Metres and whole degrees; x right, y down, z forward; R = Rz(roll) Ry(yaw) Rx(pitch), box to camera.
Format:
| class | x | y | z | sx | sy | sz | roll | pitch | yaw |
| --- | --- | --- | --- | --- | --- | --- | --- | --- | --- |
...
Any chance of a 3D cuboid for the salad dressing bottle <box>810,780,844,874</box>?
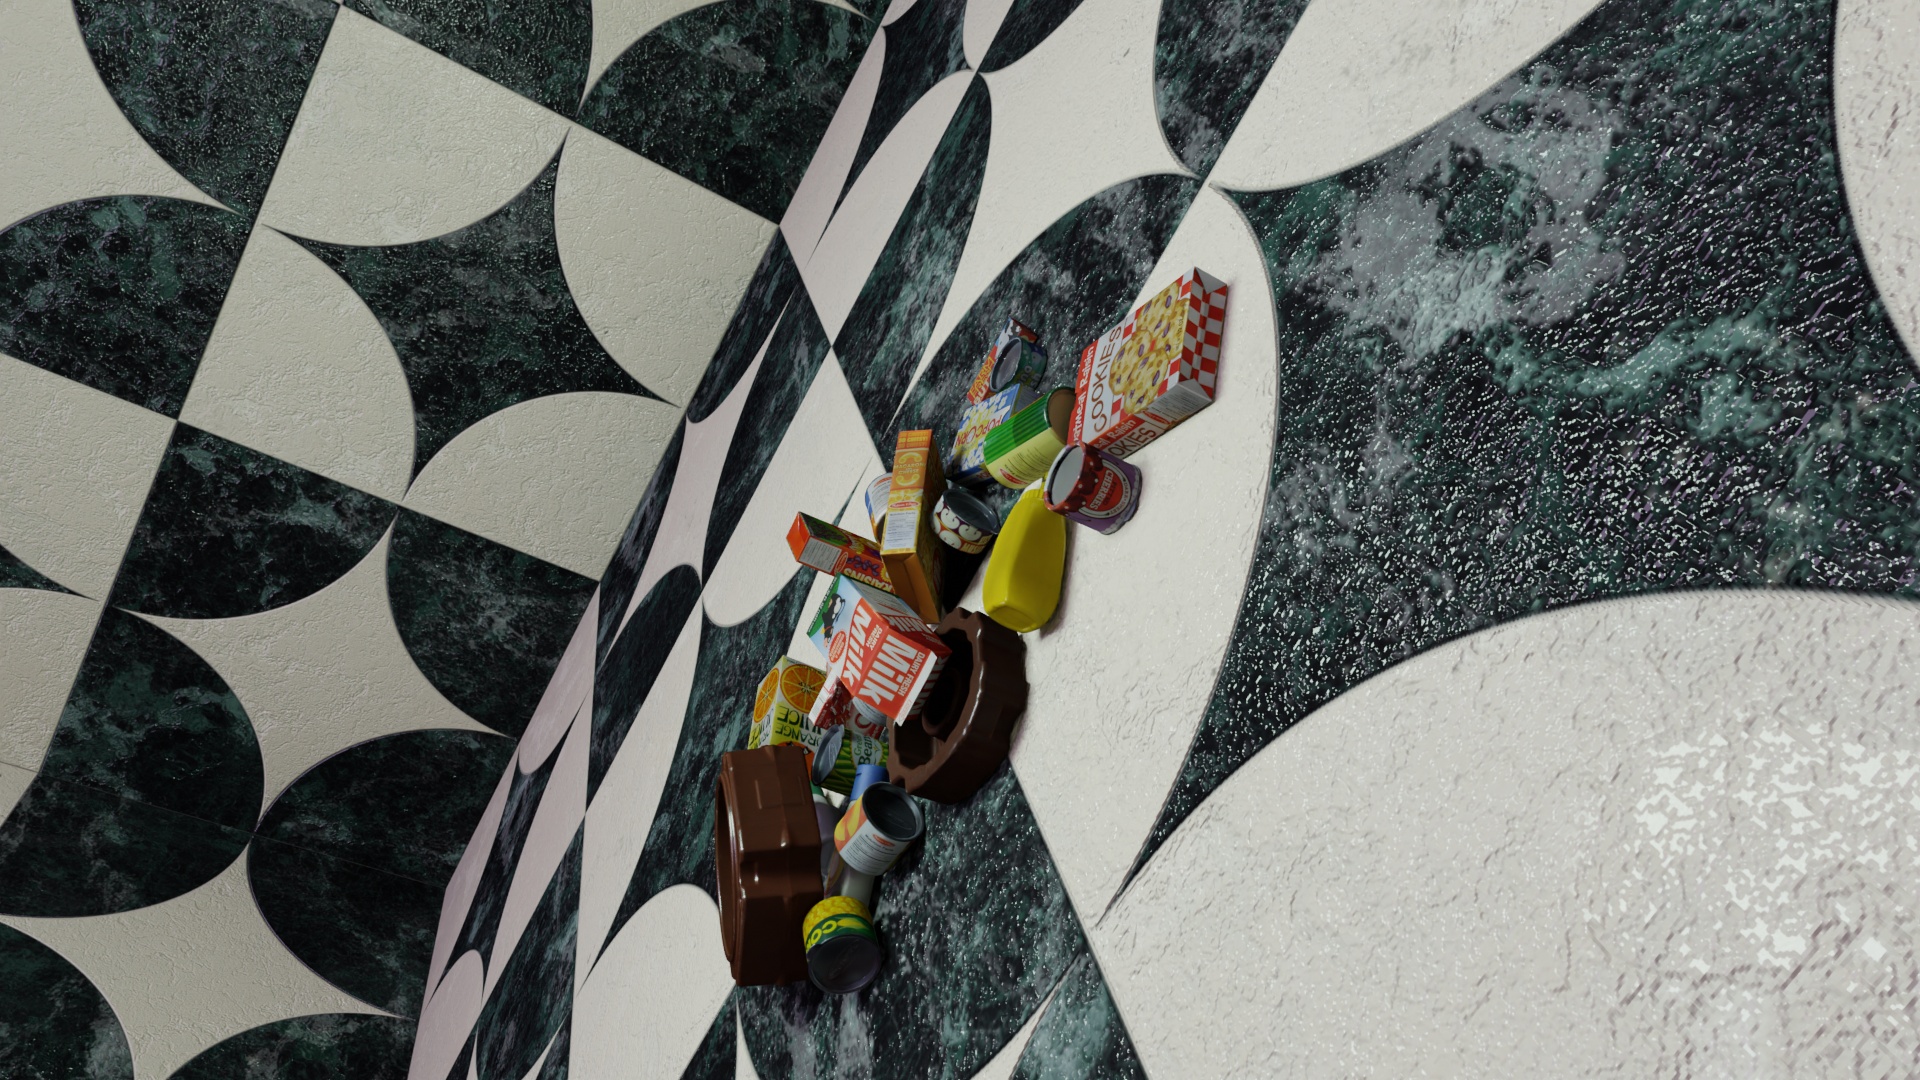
| class | x | y | z | sx | sy | sz | roll | pitch | yaw |
| --- | --- | --- | --- | --- | --- | --- | --- | --- | --- |
| salad dressing bottle | -0.150 | 0.298 | 1.465 | 0.148 | 0.044 | 0.064 | -138 | 62 | -69 |

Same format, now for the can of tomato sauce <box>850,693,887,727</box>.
| class | x | y | z | sx | sy | sz | roll | pitch | yaw |
| --- | --- | --- | --- | --- | --- | --- | --- | --- | --- |
| can of tomato sauce | -0.062 | 0.137 | 1.398 | 0.082 | 0.071 | 0.071 | -53 | 25 | 31 |

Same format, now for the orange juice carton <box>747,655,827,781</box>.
| class | x | y | z | sx | sy | sz | roll | pitch | yaw |
| --- | --- | --- | --- | --- | --- | --- | --- | --- | --- |
| orange juice carton | -0.200 | 0.236 | 1.605 | 0.072 | 0.072 | 0.194 | -49 | 27 | 39 |

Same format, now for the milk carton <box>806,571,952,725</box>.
| class | x | y | z | sx | sy | sz | roll | pitch | yaw |
| --- | --- | --- | --- | --- | --- | --- | --- | --- | --- |
| milk carton | -0.071 | 0.101 | 1.280 | 0.072 | 0.073 | 0.191 | -63 | 28 | 6 |

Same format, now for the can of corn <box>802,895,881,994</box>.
| class | x | y | z | sx | sy | sz | roll | pitch | yaw |
| --- | --- | --- | --- | --- | --- | --- | --- | --- | --- |
| can of corn | -0.111 | 0.366 | 1.264 | 0.071 | 0.071 | 0.058 | -61 | 21 | 14 |

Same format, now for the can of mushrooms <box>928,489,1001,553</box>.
| class | x | y | z | sx | sy | sz | roll | pitch | yaw |
| --- | --- | --- | --- | --- | --- | --- | --- | --- | --- |
| can of mushrooms | 0.005 | -0.018 | 1.404 | 0.033 | 0.071 | 0.071 | -57 | 23 | 23 |

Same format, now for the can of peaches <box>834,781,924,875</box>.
| class | x | y | z | sx | sy | sz | roll | pitch | yaw |
| --- | --- | --- | --- | --- | --- | --- | --- | --- | --- |
| can of peaches | -0.075 | 0.267 | 1.293 | 0.057 | 0.071 | 0.071 | -54 | 25 | 31 |

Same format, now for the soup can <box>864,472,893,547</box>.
| class | x | y | z | sx | sy | sz | roll | pitch | yaw |
| --- | --- | --- | --- | --- | --- | --- | --- | --- | --- |
| soup can | -0.071 | -0.029 | 1.594 | 0.071 | 0.071 | 0.084 | -58 | 24 | 20 |

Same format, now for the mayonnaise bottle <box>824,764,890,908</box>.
| class | x | y | z | sx | sy | sz | roll | pitch | yaw |
| --- | --- | --- | --- | --- | --- | --- | --- | --- | --- |
| mayonnaise bottle | -0.099 | 0.293 | 1.352 | 0.064 | 0.041 | 0.149 | -39 | 34 | 57 |

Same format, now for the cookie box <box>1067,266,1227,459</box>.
| class | x | y | z | sx | sy | sz | roll | pitch | yaw |
| --- | --- | --- | --- | --- | --- | --- | --- | --- | --- |
| cookie box | 0.158 | -0.145 | 1.209 | 0.166 | 0.040 | 0.123 | -33 | 39 | 54 |

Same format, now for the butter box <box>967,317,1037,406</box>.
| class | x | y | z | sx | sy | sz | roll | pitch | yaw |
| --- | --- | --- | --- | --- | --- | --- | --- | --- | --- |
| butter box | 0.046 | -0.193 | 1.543 | 0.103 | 0.024 | 0.053 | -61 | 21 | 13 |

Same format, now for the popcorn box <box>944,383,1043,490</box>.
| class | x | y | z | sx | sy | sz | roll | pitch | yaw |
| --- | --- | --- | --- | --- | --- | --- | --- | --- | --- |
| popcorn box | 0.035 | -0.107 | 1.459 | 0.126 | 0.038 | 0.085 | -18 | 50 | 63 |

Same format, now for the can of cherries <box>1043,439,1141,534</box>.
| class | x | y | z | sx | sy | sz | roll | pitch | yaw |
| --- | --- | --- | --- | --- | --- | --- | --- | --- | --- |
| can of cherries | 0.113 | -0.046 | 1.187 | 0.071 | 0.058 | 0.072 | -50 | 26 | 36 |

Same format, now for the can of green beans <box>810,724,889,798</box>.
| class | x | y | z | sx | sy | sz | roll | pitch | yaw |
| --- | --- | --- | --- | --- | --- | --- | --- | --- | --- |
| can of green beans | -0.113 | 0.230 | 1.429 | 0.071 | 0.058 | 0.071 | -50 | 27 | 36 |

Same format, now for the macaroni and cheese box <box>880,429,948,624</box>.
| class | x | y | z | sx | sy | sz | roll | pitch | yaw |
| --- | --- | --- | --- | --- | --- | --- | --- | --- | --- |
| macaroni and cheese box | -0.044 | -0.014 | 1.451 | 0.123 | 0.040 | 0.167 | 74 | -164 | -49 |

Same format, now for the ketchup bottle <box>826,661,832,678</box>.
| class | x | y | z | sx | sy | sz | roll | pitch | yaw |
| --- | --- | --- | --- | --- | --- | --- | --- | --- | --- |
| ketchup bottle | -0.125 | 0.146 | 1.565 | 0.064 | 0.043 | 0.149 | -62 | 21 | 12 |

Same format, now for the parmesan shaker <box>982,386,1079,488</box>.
| class | x | y | z | sx | sy | sz | roll | pitch | yaw |
| --- | --- | --- | --- | --- | --- | --- | --- | --- | --- |
| parmesan shaker | 0.079 | -0.096 | 1.310 | 0.102 | 0.071 | 0.071 | -30 | 41 | 51 |

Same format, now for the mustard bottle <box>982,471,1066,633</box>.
| class | x | y | z | sx | sy | sz | roll | pitch | yaw |
| --- | --- | --- | --- | --- | --- | --- | --- | --- | --- |
| mustard bottle | 0.065 | 0.004 | 1.249 | 0.048 | 0.065 | 0.161 | -31 | 34 | 47 |

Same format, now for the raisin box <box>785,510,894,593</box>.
| class | x | y | z | sx | sy | sz | roll | pitch | yaw |
| --- | --- | --- | --- | --- | --- | --- | --- | --- | --- |
| raisin box | -0.134 | 0.016 | 1.610 | 0.040 | 0.123 | 0.086 | -63 | 22 | 10 |

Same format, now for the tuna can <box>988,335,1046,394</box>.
| class | x | y | z | sx | sy | sz | roll | pitch | yaw |
| --- | --- | --- | --- | --- | --- | --- | --- | --- | --- |
| tuna can | 0.062 | -0.181 | 1.482 | 0.070 | 0.033 | 0.071 | -49 | 27 | 36 |
